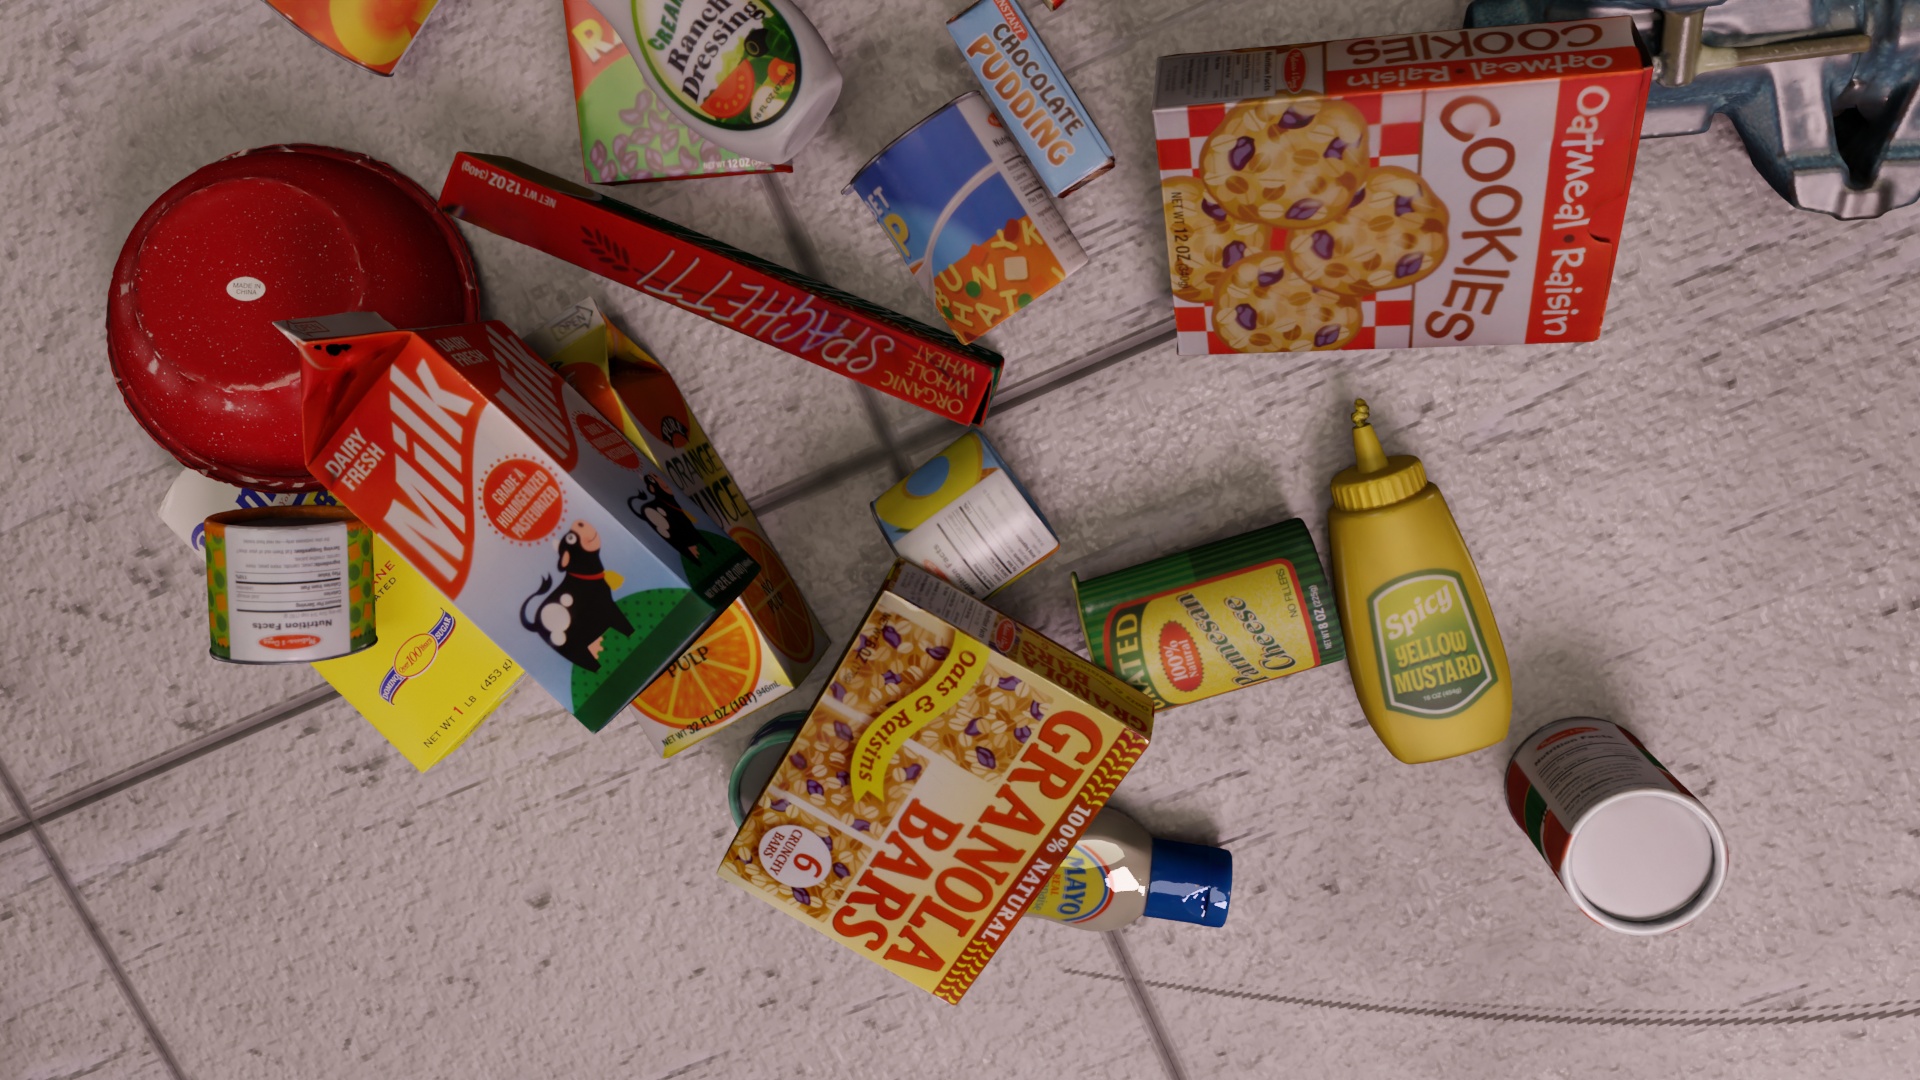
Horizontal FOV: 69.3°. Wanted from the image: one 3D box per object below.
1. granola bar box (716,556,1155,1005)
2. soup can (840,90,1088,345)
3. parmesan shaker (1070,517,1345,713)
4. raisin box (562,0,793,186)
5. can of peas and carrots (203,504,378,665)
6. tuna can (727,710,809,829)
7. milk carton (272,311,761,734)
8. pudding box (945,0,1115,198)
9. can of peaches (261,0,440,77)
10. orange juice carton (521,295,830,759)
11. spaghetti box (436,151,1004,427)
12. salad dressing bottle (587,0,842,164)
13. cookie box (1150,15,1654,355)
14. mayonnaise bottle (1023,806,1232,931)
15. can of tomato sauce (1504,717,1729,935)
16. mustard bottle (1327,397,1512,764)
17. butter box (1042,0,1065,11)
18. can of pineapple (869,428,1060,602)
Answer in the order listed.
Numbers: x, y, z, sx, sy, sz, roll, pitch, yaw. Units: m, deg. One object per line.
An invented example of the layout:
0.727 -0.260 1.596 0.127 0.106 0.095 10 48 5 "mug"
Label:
-0.013 0.105 0.593 0.124 0.039 0.164 30 115 -3 "granola bar box"
0.002 -0.132 0.583 0.071 0.071 0.083 -33 97 12 "soup can"
0.108 0.032 0.607 0.103 0.071 0.071 -18 100 9 "parmesan shaker"
-0.121 -0.217 0.592 0.086 0.040 0.123 -3 103 7 "raisin box"
-0.288 0.017 0.599 0.071 0.071 0.058 3 100 5 "can of peas and carrots"
-0.078 0.118 0.661 0.071 0.033 0.071 1 102 5 "tuna can"
-0.178 -0.022 0.546 0.190 0.072 0.073 44 103 -3 "milk carton"
0.031 -0.185 0.578 0.030 0.050 0.083 -32 97 13 "pudding box"
-0.256 -0.241 0.585 0.071 0.071 0.058 39 102 -3 "can of peaches"
-0.143 -0.008 0.620 0.071 0.073 0.192 -29 97 12 "orange juice carton"
-0.099 -0.110 0.607 0.250 0.050 0.028 22 105 1 "spaghetti box"
-0.117 -0.212 0.549 0.147 0.044 0.064 38 102 -3 "salad dressing bottle"
0.164 -0.130 0.536 0.167 0.040 0.122 0 140 15 "cookie box"
0.051 0.152 0.650 0.148 0.041 0.064 7 107 5 "mayonnaise bottle"
0.281 0.123 0.599 0.071 0.083 0.071 1 102 6 "can of tomato sauce"
0.192 0.016 0.604 0.065 0.049 0.160 -18 100 8 "mustard bottle"
0.025 -0.276 0.572 0.053 0.024 0.103 -40 95 13 "butter box"
0.002 -0.008 0.609 0.058 0.071 0.071 -36 96 6 "can of pineapple"
